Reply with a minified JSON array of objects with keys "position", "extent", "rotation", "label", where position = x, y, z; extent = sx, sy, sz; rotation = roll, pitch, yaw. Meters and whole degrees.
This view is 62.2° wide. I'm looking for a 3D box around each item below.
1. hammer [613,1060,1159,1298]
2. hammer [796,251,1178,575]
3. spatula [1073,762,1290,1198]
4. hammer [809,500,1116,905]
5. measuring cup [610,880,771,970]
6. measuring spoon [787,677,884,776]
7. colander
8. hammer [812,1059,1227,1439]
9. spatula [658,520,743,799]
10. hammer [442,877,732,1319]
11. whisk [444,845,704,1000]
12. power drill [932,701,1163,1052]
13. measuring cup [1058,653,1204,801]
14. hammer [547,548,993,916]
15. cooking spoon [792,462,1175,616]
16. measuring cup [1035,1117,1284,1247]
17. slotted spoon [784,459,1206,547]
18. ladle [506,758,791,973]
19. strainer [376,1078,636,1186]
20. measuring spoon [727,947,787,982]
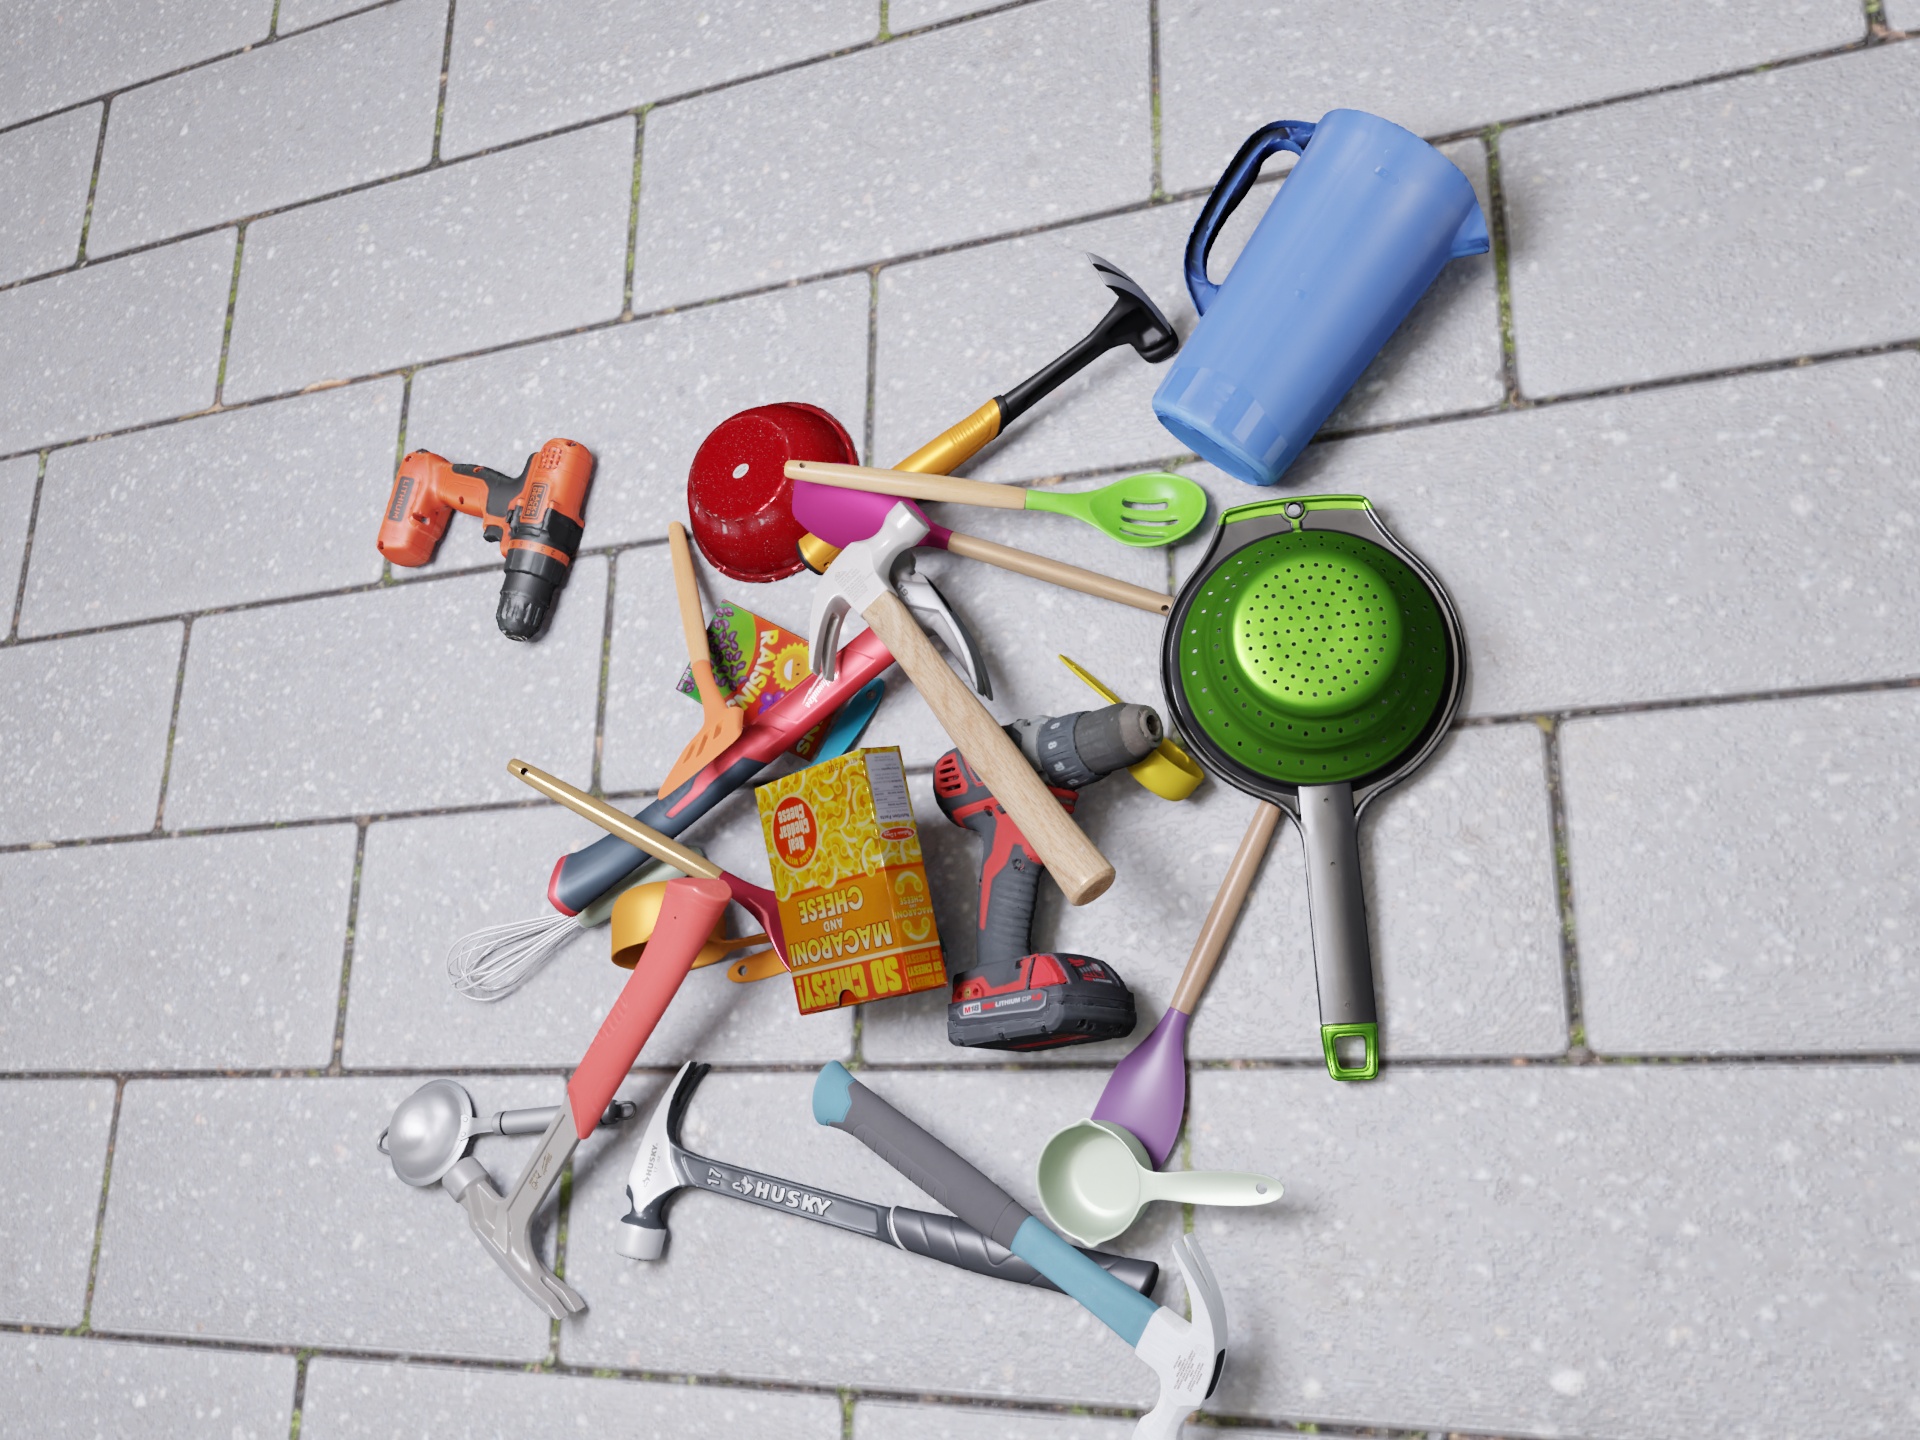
[{"position":[-0.058,0.348,1.121],"extent":[0.409,0.036,0.149],"rotation":[6,77,24],"label":"hammer"},{"position":[0.005,-0.220,1.214],"extent":[0.337,0.127,0.034],"rotation":[-35,63,18],"label":"hammer"},{"position":[0.162,0.175,1.081],"extent":[0.060,0.018,0.316],"rotation":[23,87,28],"label":"spatula"},{"position":[-0.002,-0.003,1.088],"extent":[0.130,0.031,0.332],"rotation":[-44,58,11],"label":"hammer"},{"position":[-0.182,0.148,1.214],"extent":[0.173,0.095,0.052],"rotation":[-10,66,2],"label":"measuring cup"},{"position":[-0.094,0.023,1.239],"extent":[0.042,0.021,0.128],"rotation":[29,79,25],"label":"measuring spoon"},{"position":[0.236,0.031,1.029],"extent":[0.204,0.094,0.397],"rotation":[-5,78,9],"label":"colander"},{"position":[0.029,0.330,1.044],"extent":[0.331,0.033,0.128],"rotation":[30,100,27],"label":"hammer"},{"position":[-0.210,-0.062,1.235],"extent":[0.081,0.041,0.323],"rotation":[-37,42,17],"label":"spatula"},{"position":[-0.258,0.266,1.165],"extent":[0.149,0.036,0.359],"rotation":[40,109,21],"label":"hammer"},{"position":[-0.311,0.161,1.281],"extent":[0.246,0.058,0.059],"rotation":[-27,101,12],"label":"whisk"},{"position":[0.065,0.103,1.086],"extent":[0.188,0.080,0.227],"rotation":[-20,65,41],"label":"power drill"},{"position":[0.112,0.005,1.138],"extent":[0.157,0.062,0.029],"rotation":[46,108,38],"label":"measuring cup"},{"position":[-0.155,0.037,1.203],"extent":[0.386,0.038,0.143],"rotation":[-38,67,10],"label":"hammer"},{"position":[0.017,-0.128,1.191],"extent":[0.319,0.017,0.068],"rotation":[18,116,14],"label":"cooking spoon"},{"position":[0.132,0.299,1.033],"extent":[0.167,0.038,0.083],"rotation":[-5,83,26],"label":"measuring cup"},{"position":[0.024,-0.169,1.180],"extent":[0.314,0.031,0.070],"rotation":[8,58,5],"label":"slotted spoon"},{"position":[-0.202,0.106,1.181],"extent":[0.315,0.031,0.069],"rotation":[28,76,7],"label":"ladle"},{"position":[-0.371,0.319,1.264],"extent":[0.258,0.050,0.087],"rotation":[-10,60,17],"label":"strainer"},{"position":[-0.129,0.178,1.210],"extent":[0.117,0.011,0.021],"rotation":[-19,69,18],"label":"measuring spoon"}]
